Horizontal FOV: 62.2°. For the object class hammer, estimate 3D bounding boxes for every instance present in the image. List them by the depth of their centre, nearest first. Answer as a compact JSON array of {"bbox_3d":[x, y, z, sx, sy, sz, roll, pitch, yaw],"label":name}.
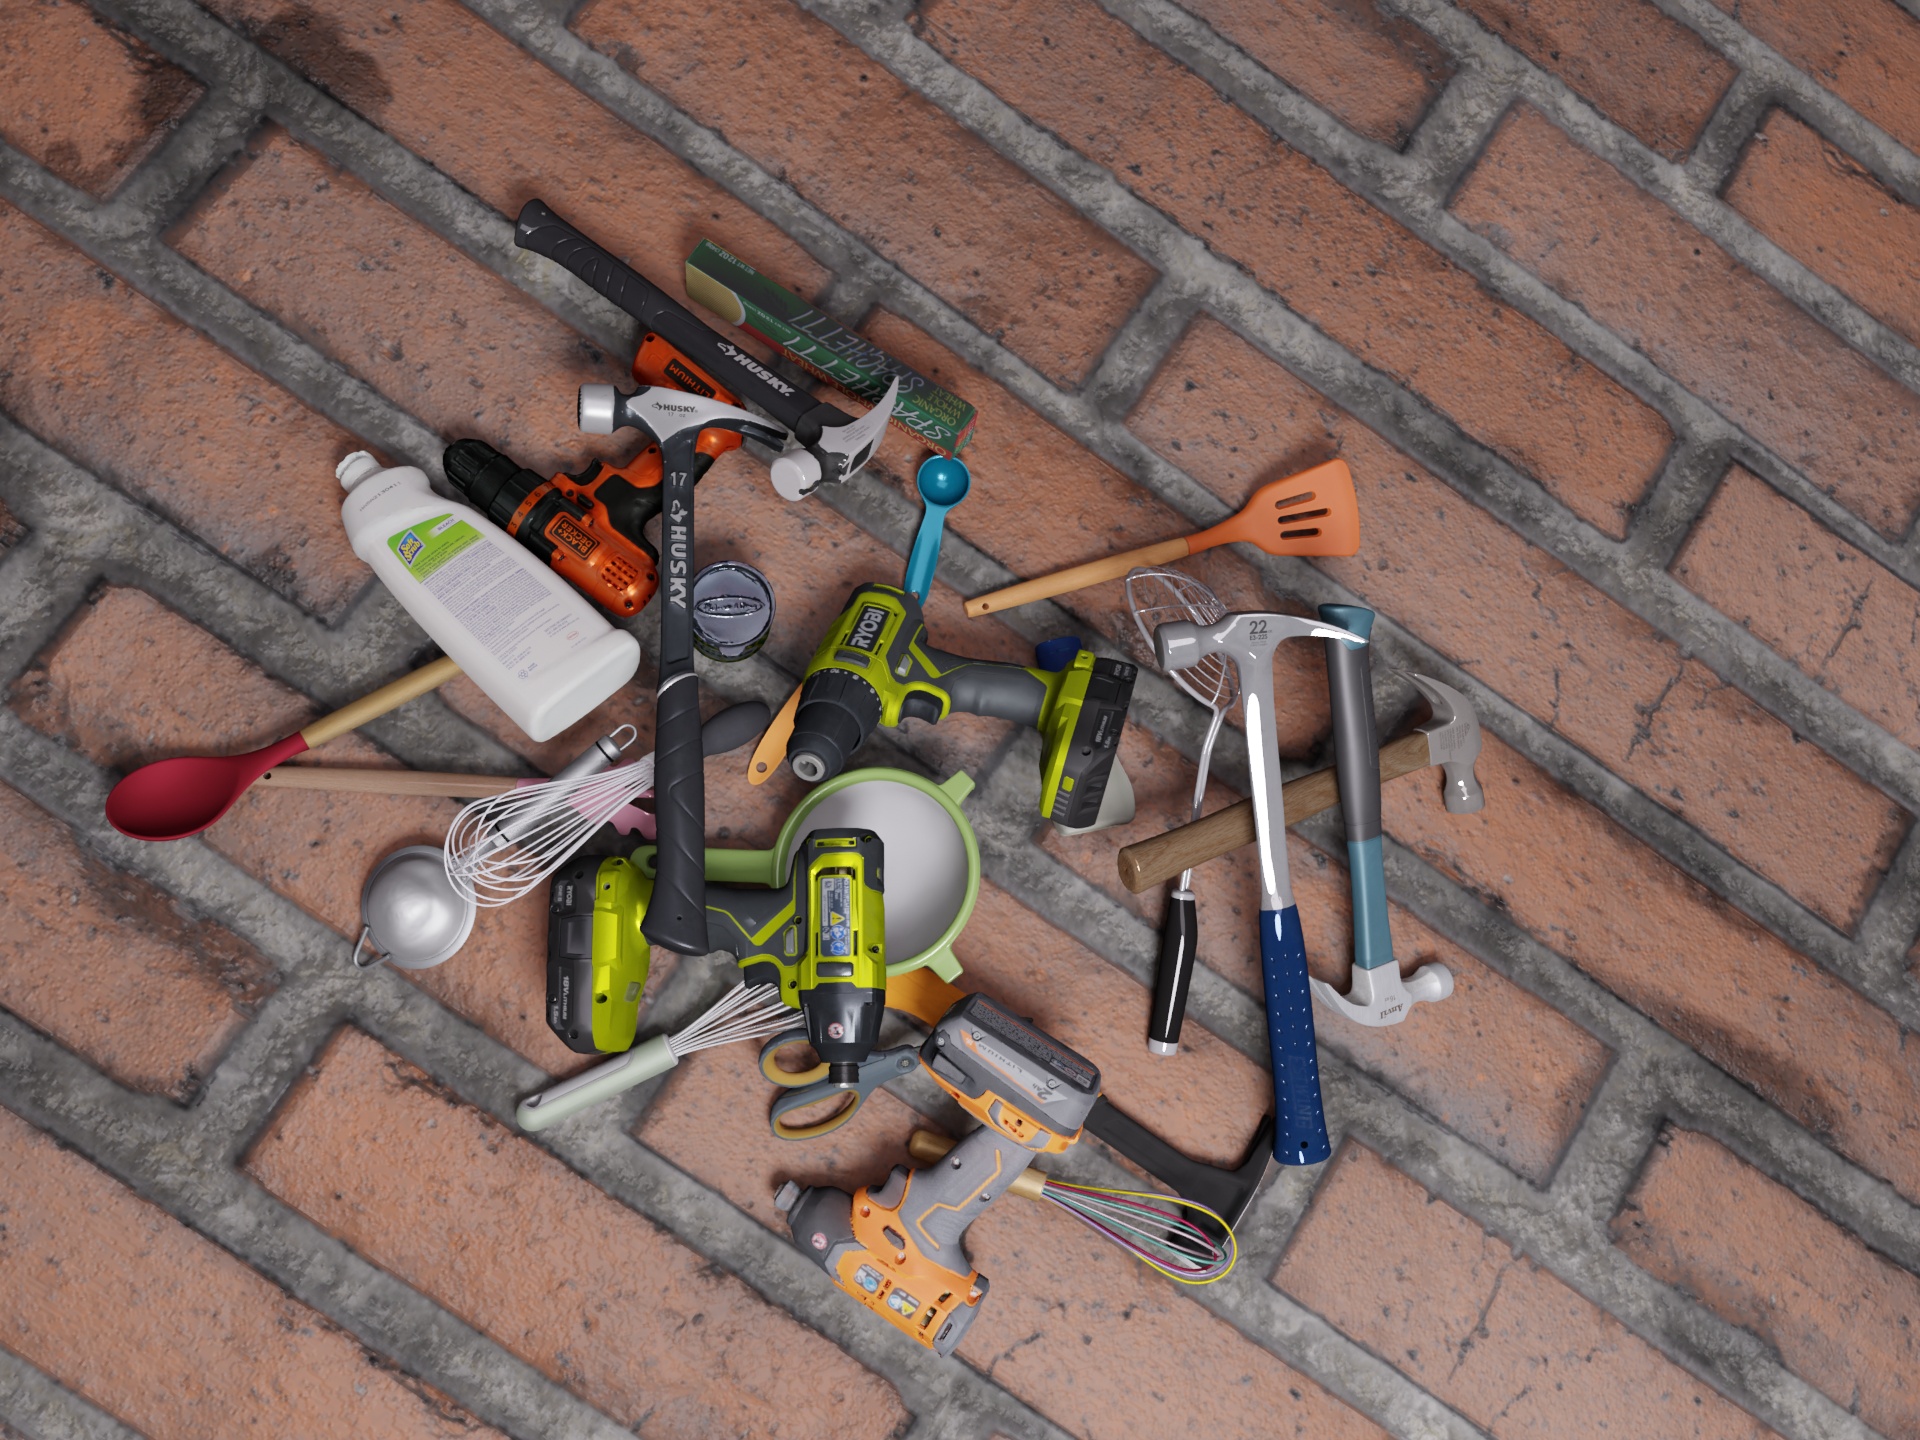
[{"bbox_3d":[-0.189,-0.042,1.092,0.149,0.036,0.409,1,72,-15],"label":"hammer"},{"bbox_3d":[0.231,0.121,1.130,0.144,0.035,0.405,-9,101,-5],"label":"hammer"},{"bbox_3d":[-0.196,-0.286,1.163,0.335,0.035,0.146,37,46,13],"label":"hammer"},{"bbox_3d":[0.074,0.263,1.178,0.337,0.034,0.127,34,78,-3],"label":"hammer"},{"bbox_3d":[0.299,0.072,1.179,0.128,0.033,0.331,-15,106,-25],"label":"hammer"},{"bbox_3d":[0.260,0.054,1.192,0.331,0.031,0.130,-19,107,-23],"label":"hammer"}]

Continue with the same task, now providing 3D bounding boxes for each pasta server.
[{"bbox_3d":[-0.345,0.048,1.146,0.316,0.040,0.060,3,81,-5],"label":"pasta server"}]

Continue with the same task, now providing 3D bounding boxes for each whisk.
[{"bbox_3d":[-0.233,0.046,1.097,0.284,0.070,0.070,-30,87,-44],"label":"whisk"},{"bbox_3d":[-0.200,0.230,1.131,0.246,0.058,0.059,-24,116,-9],"label":"whisk"},{"bbox_3d":[0.079,0.346,1.140,0.245,0.051,0.047,18,110,8],"label":"whisk"}]

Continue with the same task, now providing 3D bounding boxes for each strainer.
[{"bbox_3d":[-0.329,0.086,1.111,0.258,0.050,0.087,-40,79,-6],"label":"strainer"},{"bbox_3d":[-0.110,0.112,1.164,0.256,0.069,0.151,2,77,8],"label":"strainer"}]

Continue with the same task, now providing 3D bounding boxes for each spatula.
[{"bbox_3d":[0.158,-0.130,1.251,0.322,0.041,0.081,-17,109,-10],"label":"spatula"}]

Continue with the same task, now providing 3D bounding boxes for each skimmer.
[{"bbox_3d":[0.152,0.066,1.207,0.090,0.127,0.363,10,93,33],"label":"skimmer"}]

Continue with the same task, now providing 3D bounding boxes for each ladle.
[{"bbox_3d":[-0.440,0.000,1.125,0.315,0.031,0.069,-30,63,-19],"label":"ladle"}]

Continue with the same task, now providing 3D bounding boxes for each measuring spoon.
[{"bbox_3d":[-0.127,-0.002,1.199,0.021,0.011,0.117,31,81,-4],"label":"measuring spoon"},{"bbox_3d":[-0.024,-0.143,1.238,0.042,0.021,0.128,15,88,-4],"label":"measuring spoon"}]

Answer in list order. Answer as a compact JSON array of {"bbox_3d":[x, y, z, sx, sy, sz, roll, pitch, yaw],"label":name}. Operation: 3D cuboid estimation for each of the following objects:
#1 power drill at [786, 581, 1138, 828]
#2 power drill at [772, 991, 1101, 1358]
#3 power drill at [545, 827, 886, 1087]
[{"bbox_3d":[-0.002,-0.004,1.127,0.228,0.080,0.191,16,40,5],"label":"power drill"},{"bbox_3d":[-0.021,0.306,1.101,0.164,0.084,0.226,31,100,8],"label":"power drill"},{"bbox_3d":[-0.162,0.165,1.086,0.223,0.080,0.171,-3,77,7],"label":"power drill"}]
